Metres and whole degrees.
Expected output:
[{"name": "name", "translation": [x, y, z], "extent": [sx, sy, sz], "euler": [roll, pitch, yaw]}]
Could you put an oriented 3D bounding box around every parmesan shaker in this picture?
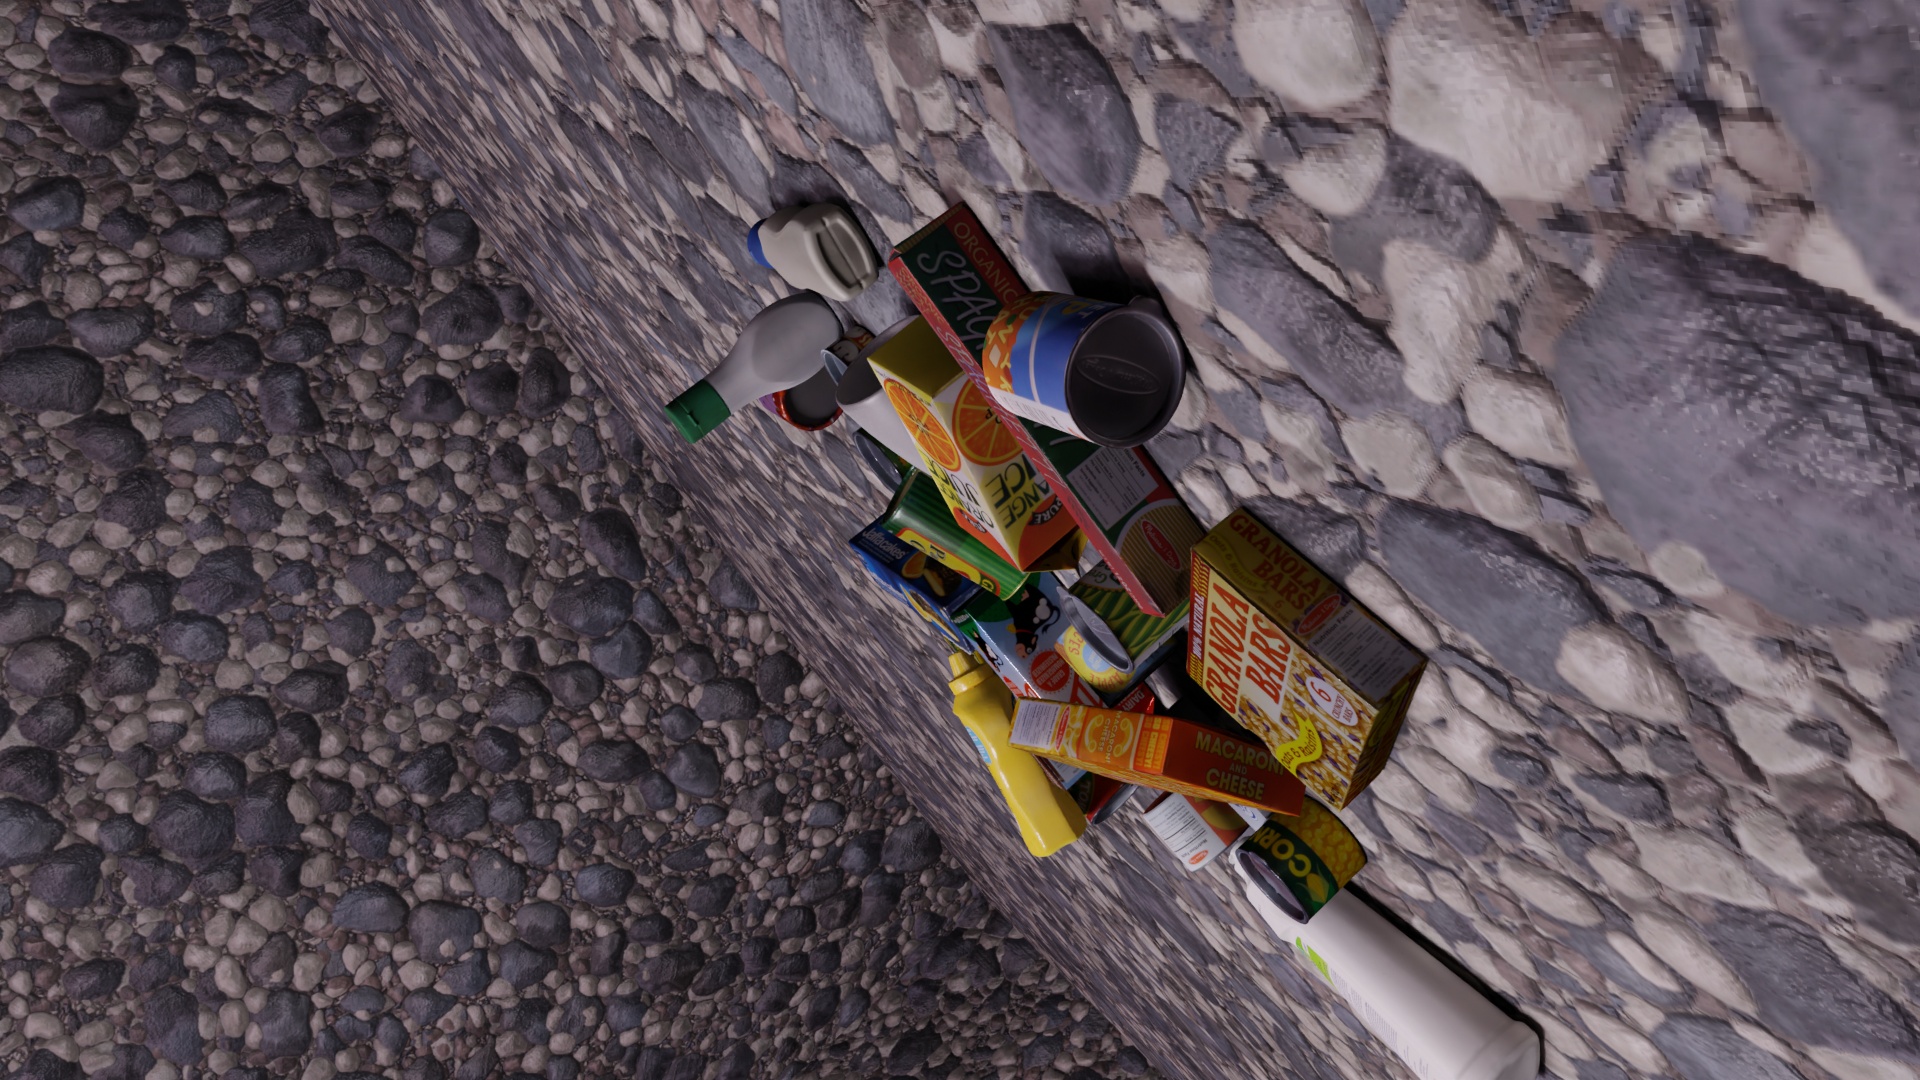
[{"name": "parmesan shaker", "translation": [0.004, -0.012, 0.983], "extent": [0.103, 0.071, 0.071], "euler": [31, 169, -9]}]

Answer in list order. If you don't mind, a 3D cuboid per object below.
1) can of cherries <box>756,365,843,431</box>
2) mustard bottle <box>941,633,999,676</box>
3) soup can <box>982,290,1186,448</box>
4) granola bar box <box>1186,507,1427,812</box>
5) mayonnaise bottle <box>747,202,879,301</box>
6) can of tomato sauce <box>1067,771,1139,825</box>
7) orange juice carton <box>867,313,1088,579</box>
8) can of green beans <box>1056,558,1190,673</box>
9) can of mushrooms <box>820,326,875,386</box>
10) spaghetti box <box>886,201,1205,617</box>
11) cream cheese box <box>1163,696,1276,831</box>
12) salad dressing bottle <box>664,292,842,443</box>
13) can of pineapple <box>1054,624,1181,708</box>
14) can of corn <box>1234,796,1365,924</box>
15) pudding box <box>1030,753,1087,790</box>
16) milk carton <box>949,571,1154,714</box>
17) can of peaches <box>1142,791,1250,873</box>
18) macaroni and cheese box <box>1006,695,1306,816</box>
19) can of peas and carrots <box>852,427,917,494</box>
[{"name": "can of cherries", "translation": [-0.135, -0.130, 1.185], "extent": [0.058, 0.071, 0.071], "euler": [32, 158, 49]}, {"name": "mustard bottle", "translation": [0.033, 0.097, 1.295], "extent": [0.065, 0.049, 0.160], "euler": [54, 167, -23]}, {"name": "soup can", "translation": [0.059, -0.087, 0.669], "extent": [0.071, 0.071, 0.084], "euler": [57, 166, -28]}, {"name": "granola bar box", "translation": [0.179, 0.070, 0.753], "extent": [0.124, 0.039, 0.164], "euler": [44, 165, 26]}, {"name": "mayonnaise bottle", "translation": [-0.107, -0.201, 0.954], "extent": [0.064, 0.041, 0.148], "euler": [59, 166, -27]}, {"name": "can of tomato sauce", "translation": [0.117, 0.212, 1.287], "extent": [0.083, 0.071, 0.071], "euler": [45, 166, 22]}, {"name": "orange juice carton", "translation": [0.025, -0.052, 0.855], "extent": [0.072, 0.073, 0.192], "euler": [36, 161, 46]}, {"name": "can of green beans", "translation": [0.106, 0.041, 0.875], "extent": [0.071, 0.058, 0.071], "euler": [47, 167, 15]}, {"name": "can of mushrooms", "translation": [-0.072, -0.128, 1.056], "extent": [0.071, 0.033, 0.070], "euler": [47, 167, 15]}, {"name": "spaghetti box", "translation": [0.053, -0.070, 0.763], "extent": [0.249, 0.050, 0.028], "euler": [53, 165, -10]}, {"name": "cream cheese box", "translation": [0.190, 0.163, 1.010], "extent": [0.104, 0.024, 0.053], "euler": [45, 167, 20]}, {"name": "salad dressing bottle", "translation": [-0.161, -0.133, 1.081], "extent": [0.064, 0.148, 0.044], "euler": [55, 166, -19]}, {"name": "can of pineapple", "translation": [0.105, 0.071, 0.939], "extent": [0.058, 0.071, 0.070], "euler": [47, 166, 12]}, {"name": "can of corn", "translation": [0.230, 0.214, 0.942], "extent": [0.071, 0.058, 0.071], "euler": [47, 167, 15]}, {"name": "pudding box", "translation": [0.102, 0.167, 1.184], "extent": [0.049, 0.084, 0.030], "euler": [52, 168, -12]}, {"name": "milk carton", "translation": [0.084, 0.107, 1.098], "extent": [0.190, 0.073, 0.072], "euler": [50, 167, -1]}, {"name": "can of peaches", "translation": [0.185, 0.213, 1.080], "extent": [0.058, 0.071, 0.071], "euler": [48, 167, 8]}, {"name": "macaroni and cheese box", "translation": [0.128, 0.142, 0.927], "extent": [0.124, 0.040, 0.166], "euler": [21, 168, -30]}, {"name": "can of peas and carrots", "translation": [-0.036, -0.071, 1.037], "extent": [0.071, 0.059, 0.070], "euler": [46, 166, 15]}]
